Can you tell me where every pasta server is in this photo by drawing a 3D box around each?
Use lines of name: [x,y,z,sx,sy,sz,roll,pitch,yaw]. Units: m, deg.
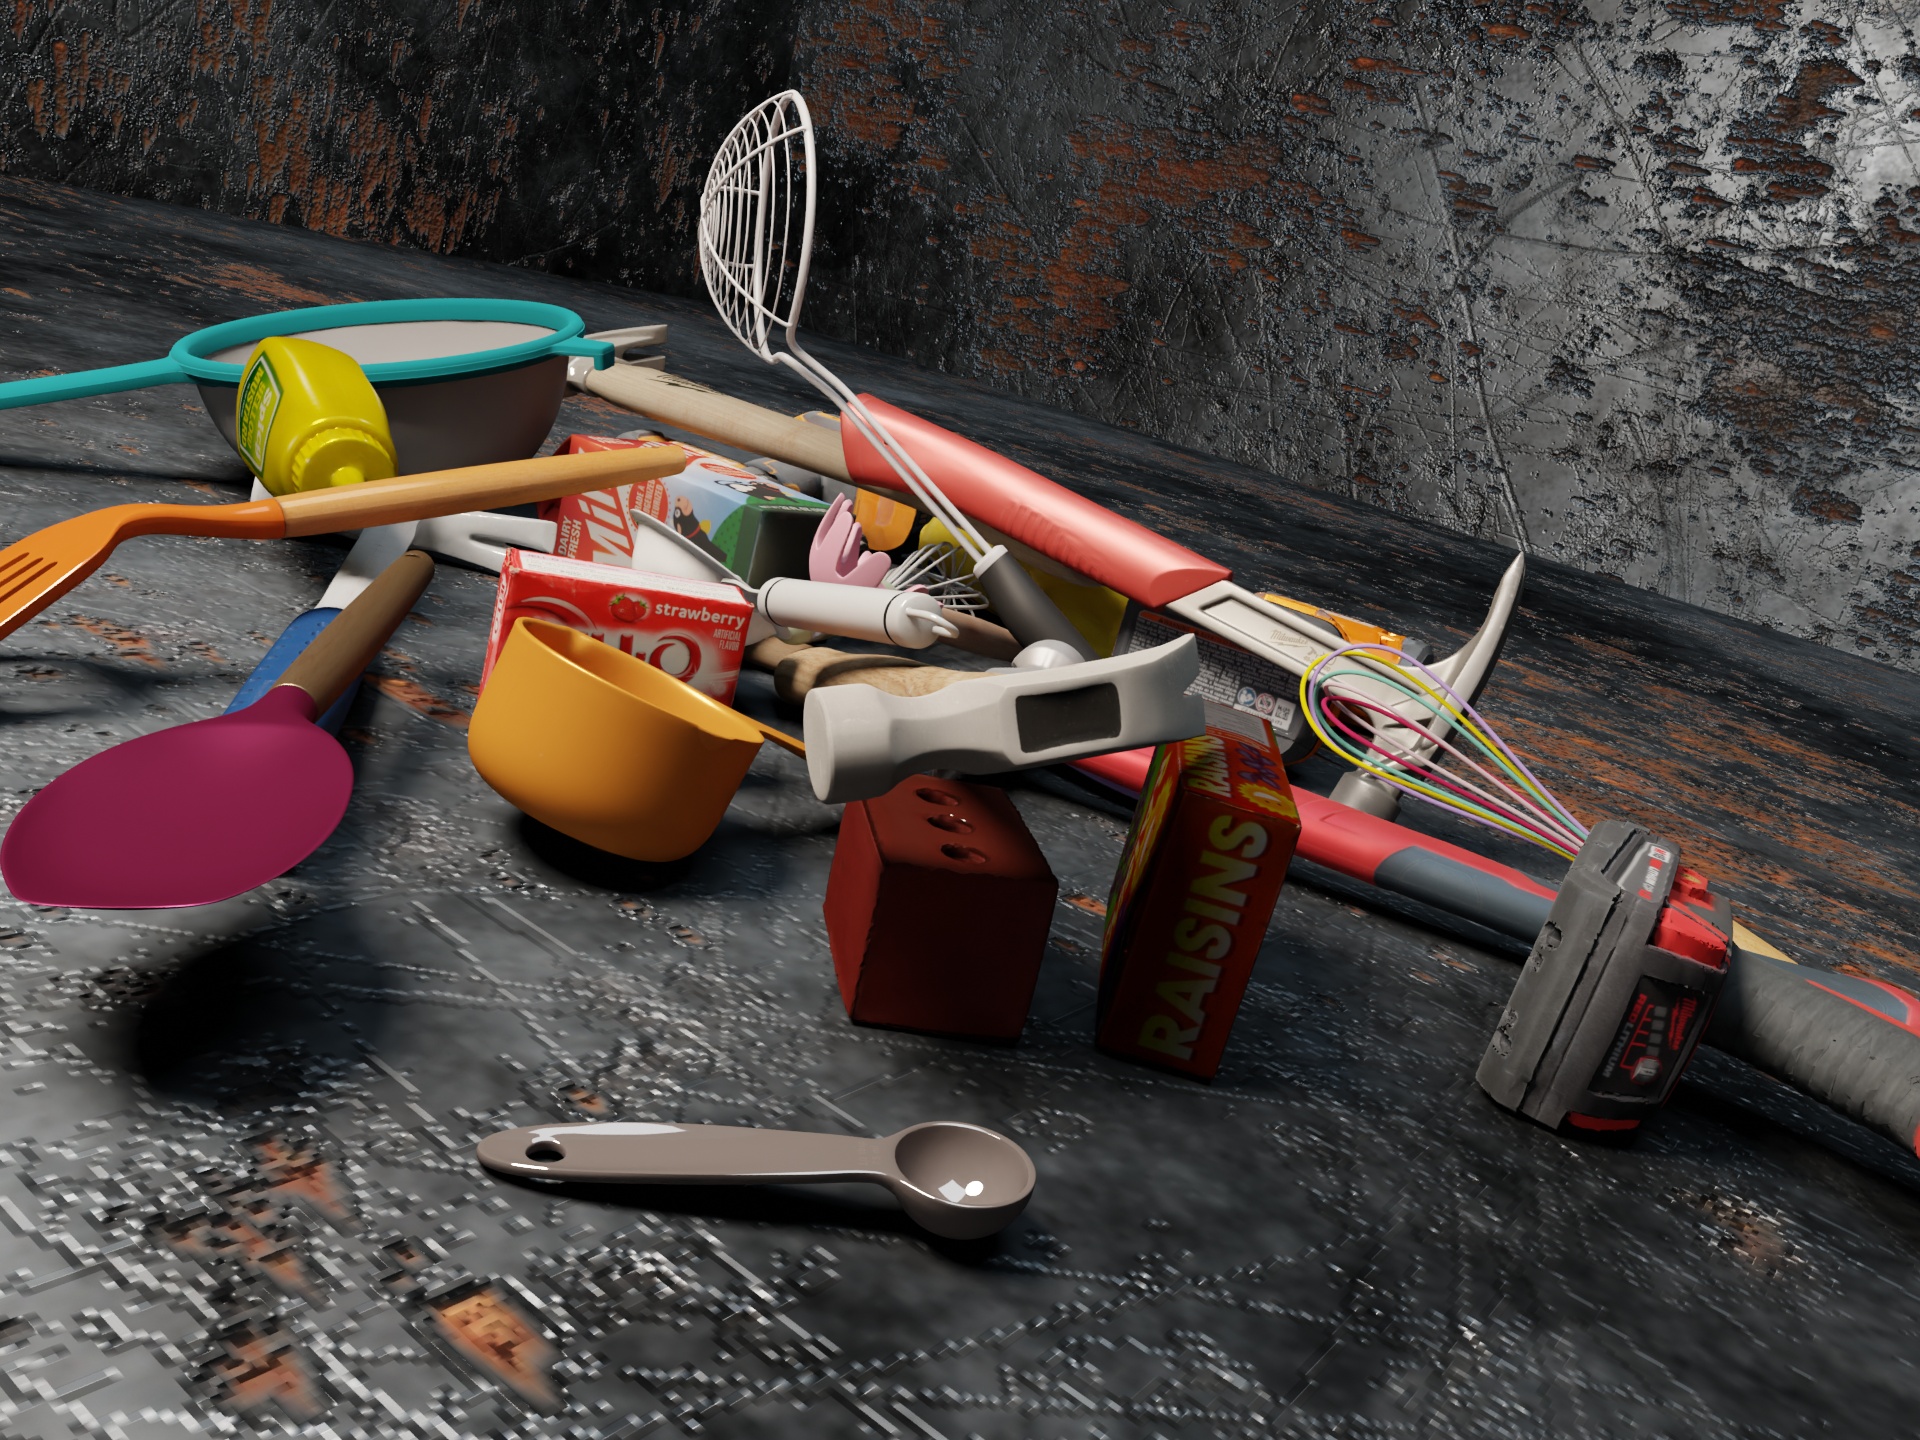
pasta server: [-0.002,-0.051,0.762,0.060,0.040,0.316,49,11,14]

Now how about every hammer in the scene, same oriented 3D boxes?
hammer: [0.090,-0.089,0.800,0.359,0.149,0.036,31,1,22]
hammer: [0.176,0.063,0.631,0.386,0.038,0.143,21,26,15]
hammer: [-0.238,-0.039,0.625,0.144,0.035,0.406,10,16,-16]
hammer: [-0.018,-0.010,0.568,0.130,0.031,0.331,-7,6,-16]
hammer: [-0.080,-0.164,0.951,0.411,0.038,0.146,23,30,24]

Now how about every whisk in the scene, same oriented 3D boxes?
whisk: [0.249,0.049,0.680,0.245,0.051,0.047,36,40,14]
whisk: [-0.040,-0.062,0.823,0.059,0.057,0.246,24,15,14]

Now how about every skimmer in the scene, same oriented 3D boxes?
skimmer: [-0.005,-0.140,0.779,0.363,0.090,0.127,49,-24,0]

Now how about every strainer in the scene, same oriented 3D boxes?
strainer: [-0.361,-0.152,0.838,0.340,0.095,0.211,-17,28,-29]
strainer: [-0.075,-0.046,0.623,0.086,0.050,0.259,42,-16,-31]

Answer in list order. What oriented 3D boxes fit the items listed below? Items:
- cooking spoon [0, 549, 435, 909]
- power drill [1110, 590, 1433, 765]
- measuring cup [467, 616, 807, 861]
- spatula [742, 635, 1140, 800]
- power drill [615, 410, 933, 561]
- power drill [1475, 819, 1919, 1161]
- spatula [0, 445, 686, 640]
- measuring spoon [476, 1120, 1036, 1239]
cooking spoon: [-0.190,-0.010,0.468,0.068,0.017,0.319,2,18,-8]
power drill: [0.167,-0.038,0.913,0.164,0.084,0.226,22,13,26]
measuring cup: [-0.089,0.021,0.545,0.095,0.052,0.173,31,3,40]
spatula: [-0.001,-0.002,0.745,0.316,0.018,0.060,19,20,11]
power drill: [-0.096,-0.142,1.034,0.185,0.084,0.226,23,22,25]
power drill: [0.280,0.121,0.475,0.227,0.080,0.188,25,19,22]
spatula: [-0.233,-0.071,0.599,0.081,0.041,0.322,14,23,40]
measuring spoon: [-0.045,0.104,0.356,0.124,0.018,0.034,5,17,-9]
